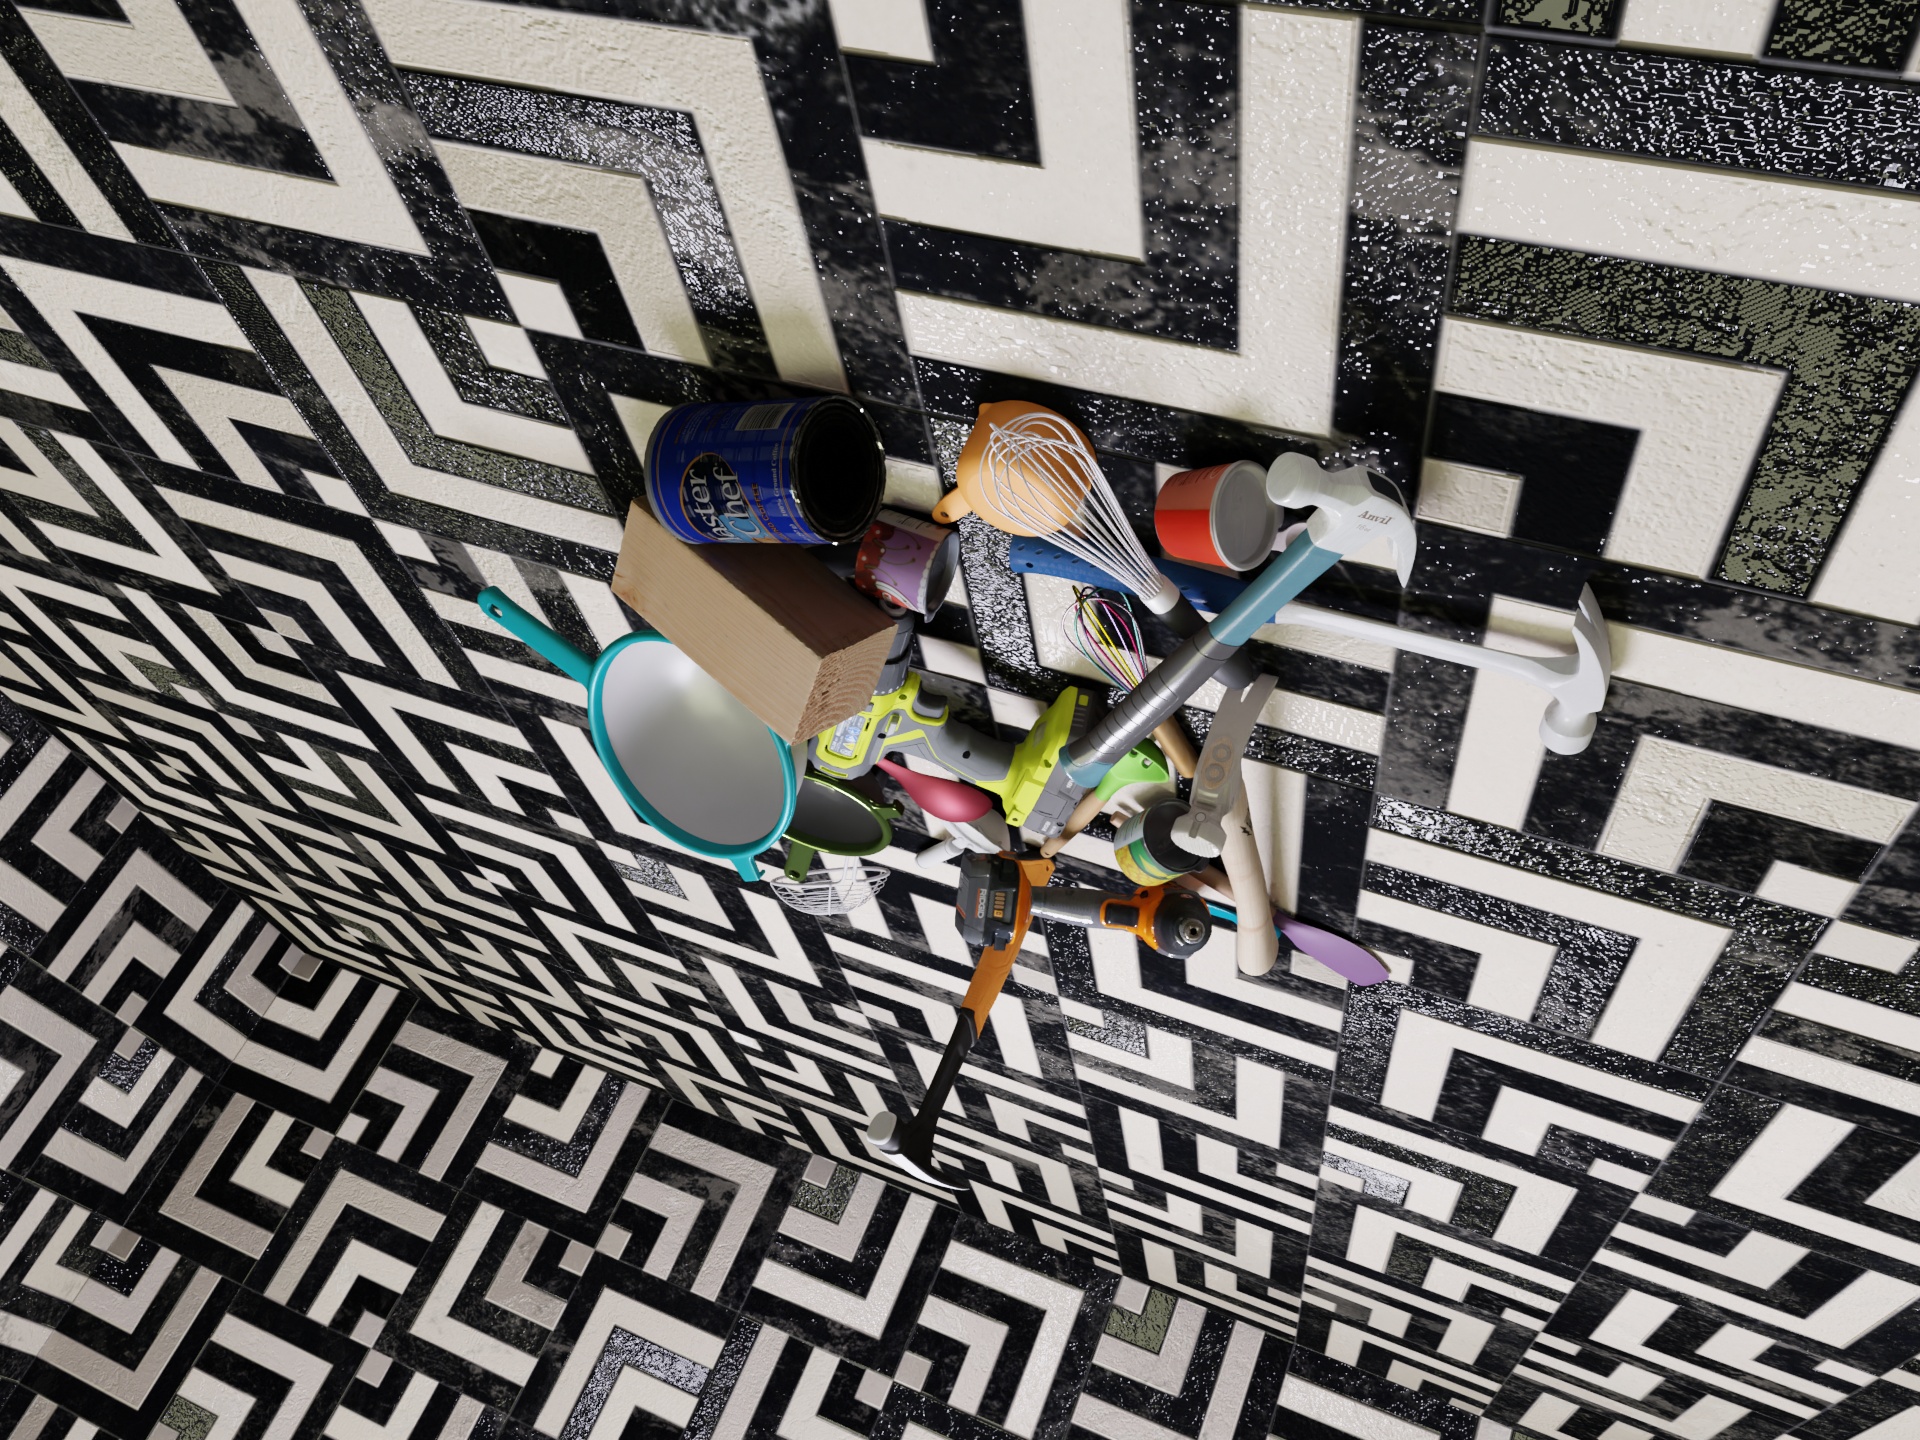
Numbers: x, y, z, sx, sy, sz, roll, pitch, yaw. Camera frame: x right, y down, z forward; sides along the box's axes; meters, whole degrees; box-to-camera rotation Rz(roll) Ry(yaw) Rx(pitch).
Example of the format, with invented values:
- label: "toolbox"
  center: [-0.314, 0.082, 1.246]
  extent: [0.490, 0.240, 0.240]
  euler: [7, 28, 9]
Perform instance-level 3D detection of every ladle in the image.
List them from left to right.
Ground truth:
- label: "ladle"
  center: [-0.111, 0.008, 1.389]
  extent: [0.315, 0.031, 0.069]
  euler: [32, 150, -9]

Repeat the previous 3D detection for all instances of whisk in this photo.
- label: "whisk"
  center: [-0.159, -0.126, 1.299]
  extent: [0.239, 0.055, 0.055]
  euler: [-2, 142, 35]
- label: "whisk"
  center: [0.110, -0.101, 1.026]
  extent: [0.070, 0.070, 0.284]
  euler: [-5, 145, 45]
- label: "whisk"
  center: [0.138, -0.028, 1.228]
  extent: [0.047, 0.051, 0.244]
  euler: [30, 166, 42]

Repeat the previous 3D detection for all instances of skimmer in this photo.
- label: "skimmer"
  center: [-0.110, 0.087, 1.600]
  extent: [0.127, 0.090, 0.363]
  euler: [-5, 142, -20]

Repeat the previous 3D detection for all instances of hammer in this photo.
- label: "hammer"
  center: [0.021, 0.276, 1.527]
  extent: [0.034, 0.337, 0.127]
  euler: [0, 145, 42]
- label: "hammer"
  center: [0.160, -0.049, 1.017]
  extent: [0.128, 0.033, 0.331]
  euler: [9, 144, -29]
- label: "hammer"
  center: [0.237, 0.111, 1.312]
  extent: [0.038, 0.146, 0.410]
  euler: [15, 158, 22]
- label: "hammer"
  center: [0.224, -0.076, 1.065]
  extent: [0.405, 0.035, 0.143]
  euler: [16, 152, 19]

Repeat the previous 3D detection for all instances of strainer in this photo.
- label: "strainer"
  center: [-0.254, -0.031, 1.347]
  extent: [0.340, 0.095, 0.210]
  euler: [34, 131, 14]
- label: "strainer"
  center: [-0.136, 0.083, 1.516]
  extent: [0.151, 0.069, 0.256]
  euler: [21, 152, -2]
- label: "strainer"
  center: [-0.003, 0.123, 1.607]
  extent: [0.087, 0.050, 0.258]
  euler: [37, 157, -9]

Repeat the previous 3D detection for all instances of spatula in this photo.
- label: "spatula"
  center: [0.269, 0.166, 1.472]
  extent: [0.315, 0.018, 0.059]
  euler: [32, 148, -13]

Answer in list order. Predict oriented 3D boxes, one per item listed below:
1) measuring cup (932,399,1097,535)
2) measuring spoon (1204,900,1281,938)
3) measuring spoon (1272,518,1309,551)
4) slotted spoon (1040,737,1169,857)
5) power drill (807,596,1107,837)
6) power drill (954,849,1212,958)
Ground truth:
- label: "measuring cup"
  center: [0.019, -0.152, 1.087]
  extent: [0.095, 0.052, 0.173]
  euler: [36, 149, -19]
- label: "measuring spoon"
  center: [0.244, 0.191, 1.531]
  extent: [0.129, 0.021, 0.042]
  euler: [17, 151, 15]
- label: "measuring spoon"
  center: [0.189, -0.125, 1.038]
  extent: [0.124, 0.018, 0.034]
  euler: [16, 133, 33]
- label: "slotted spoon"
  center: [0.118, 0.072, 1.427]
  extent: [0.070, 0.031, 0.313]
  euler: [32, 155, 0]
- label: "power drill"
  center: [-0.002, -0.004, 1.290]
  extent: [0.228, 0.080, 0.190]
  euler: [19, 137, -5]
- label: "power drill"
  center: [0.115, 0.172, 1.443]
  extent: [0.226, 0.084, 0.164]
  euler: [7, 179, -5]
